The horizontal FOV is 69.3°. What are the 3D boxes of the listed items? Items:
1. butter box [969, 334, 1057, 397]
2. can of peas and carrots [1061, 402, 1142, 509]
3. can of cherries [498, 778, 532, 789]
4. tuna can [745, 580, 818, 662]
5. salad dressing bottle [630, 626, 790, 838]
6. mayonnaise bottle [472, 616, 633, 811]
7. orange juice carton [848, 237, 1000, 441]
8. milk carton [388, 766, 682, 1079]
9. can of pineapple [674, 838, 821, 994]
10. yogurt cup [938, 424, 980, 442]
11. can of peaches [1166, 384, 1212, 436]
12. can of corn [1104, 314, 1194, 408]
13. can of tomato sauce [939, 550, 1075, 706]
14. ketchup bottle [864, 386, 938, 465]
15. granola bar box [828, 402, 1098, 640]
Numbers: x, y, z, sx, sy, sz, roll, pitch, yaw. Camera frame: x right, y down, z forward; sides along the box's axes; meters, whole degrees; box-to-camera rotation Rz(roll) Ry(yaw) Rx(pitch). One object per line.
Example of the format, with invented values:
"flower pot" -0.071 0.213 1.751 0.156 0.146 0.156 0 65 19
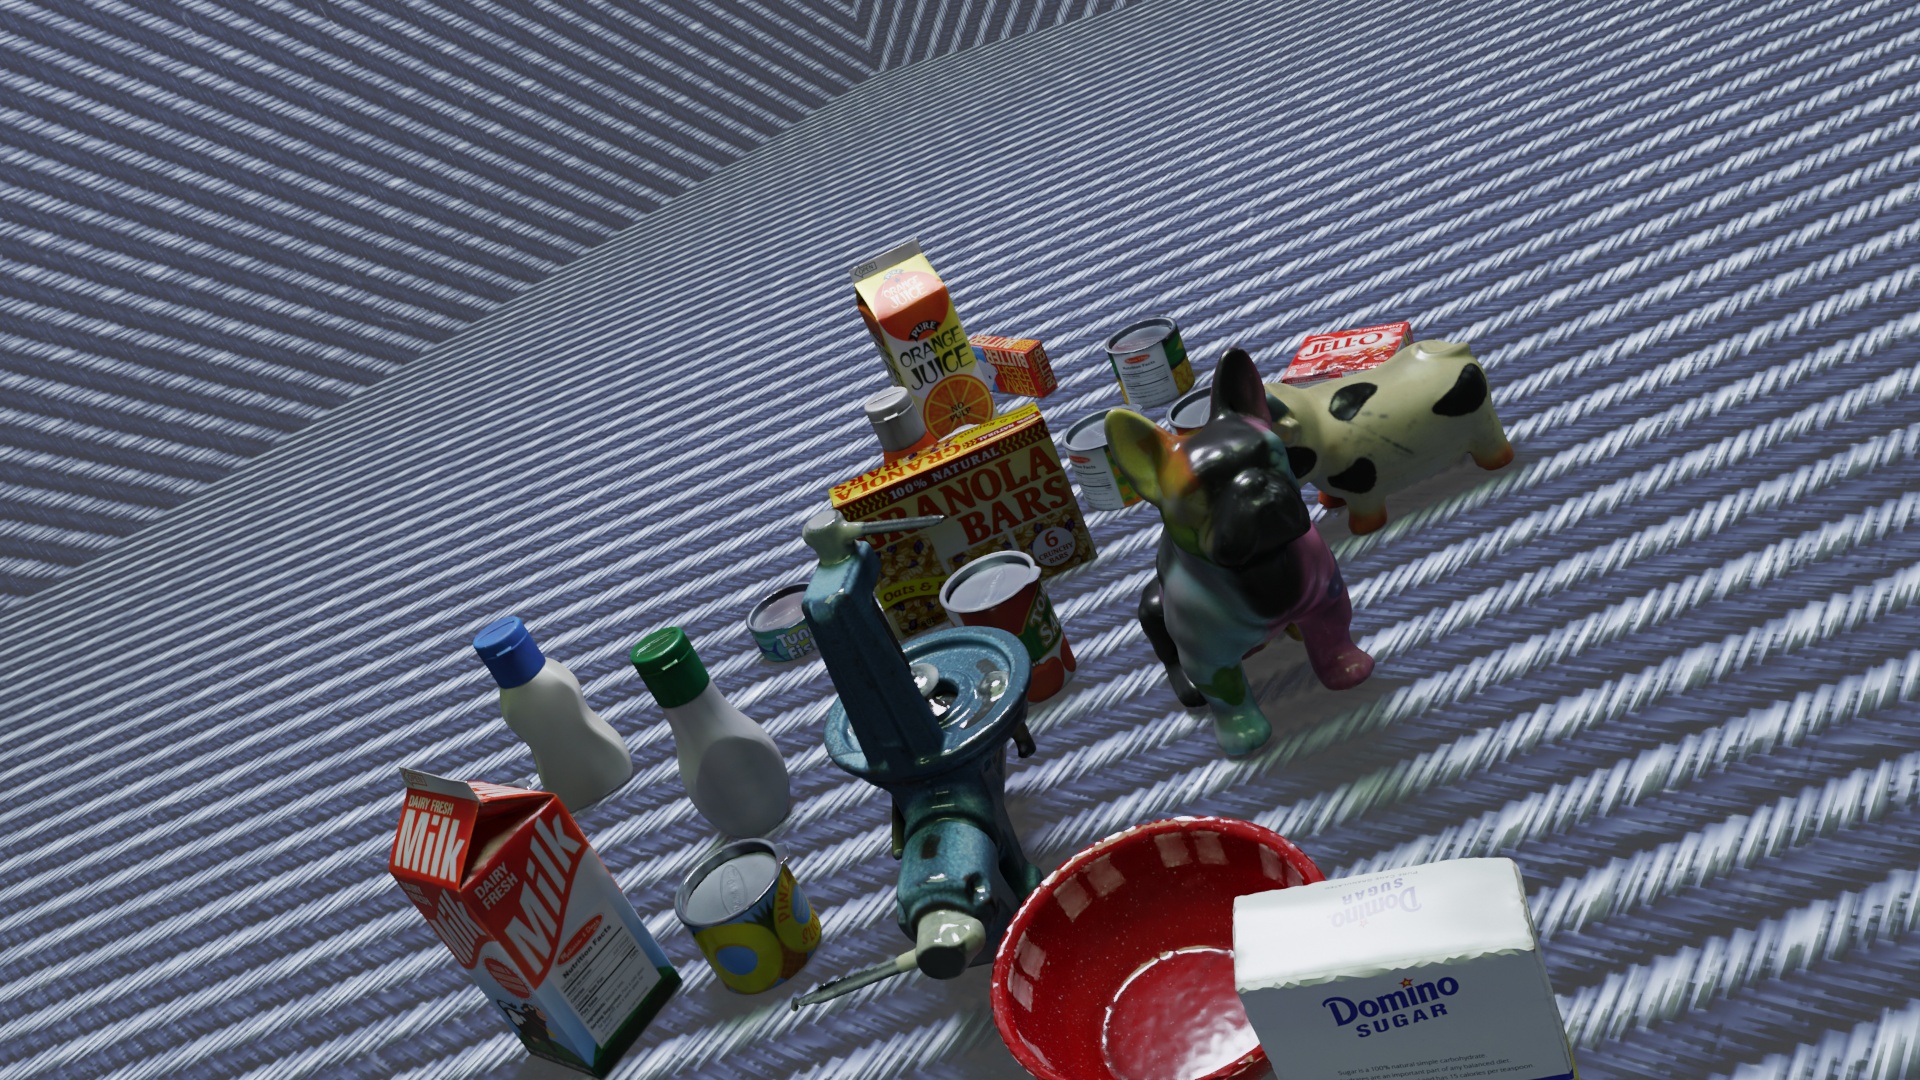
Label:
"butter box" 0.048 -0.171 1.358 0.024 0.053 0.103 -38 29 -25
"can of peas and carrots" 0.122 -0.067 1.100 0.071 0.058 0.071 -19 27 10
"can of cherries" -0.310 0.208 0.950 0.071 0.058 0.072 -19 27 10
"tuna can" -0.132 0.065 1.096 0.071 0.032 0.071 -19 27 10
"salad dressing bottle" -0.159 0.123 0.884 0.064 0.147 0.044 -32 27 -14
"mayonnaise bottle" -0.294 0.122 0.994 0.065 0.147 0.041 -29 27 -10
"orange juice carton" -0.034 -0.178 1.283 0.072 0.192 0.073 -28 26 -8
"milk carton" -0.240 0.199 0.762 0.072 0.189 0.074 -1 35 39
"can of pineapple" -0.118 0.212 0.786 0.071 0.057 0.071 -19 27 10
"yogurt cup" 0.010 -0.059 1.183 0.072 0.053 0.073 -19 27 10
"can of peaches" 0.200 -0.080 1.063 0.071 0.058 0.071 -19 27 10
"can of corn" 0.169 -0.159 1.232 0.071 0.058 0.071 -19 27 10
"can of tomato sauce" 0.034 0.059 0.915 0.071 0.082 0.071 -19 27 10
"ketchup bottle" -0.030 -0.048 1.089 0.065 0.148 0.044 -22 26 5
"granola bar box" 0.004 -0.013 1.025 0.165 0.123 0.039 -23 26 2
